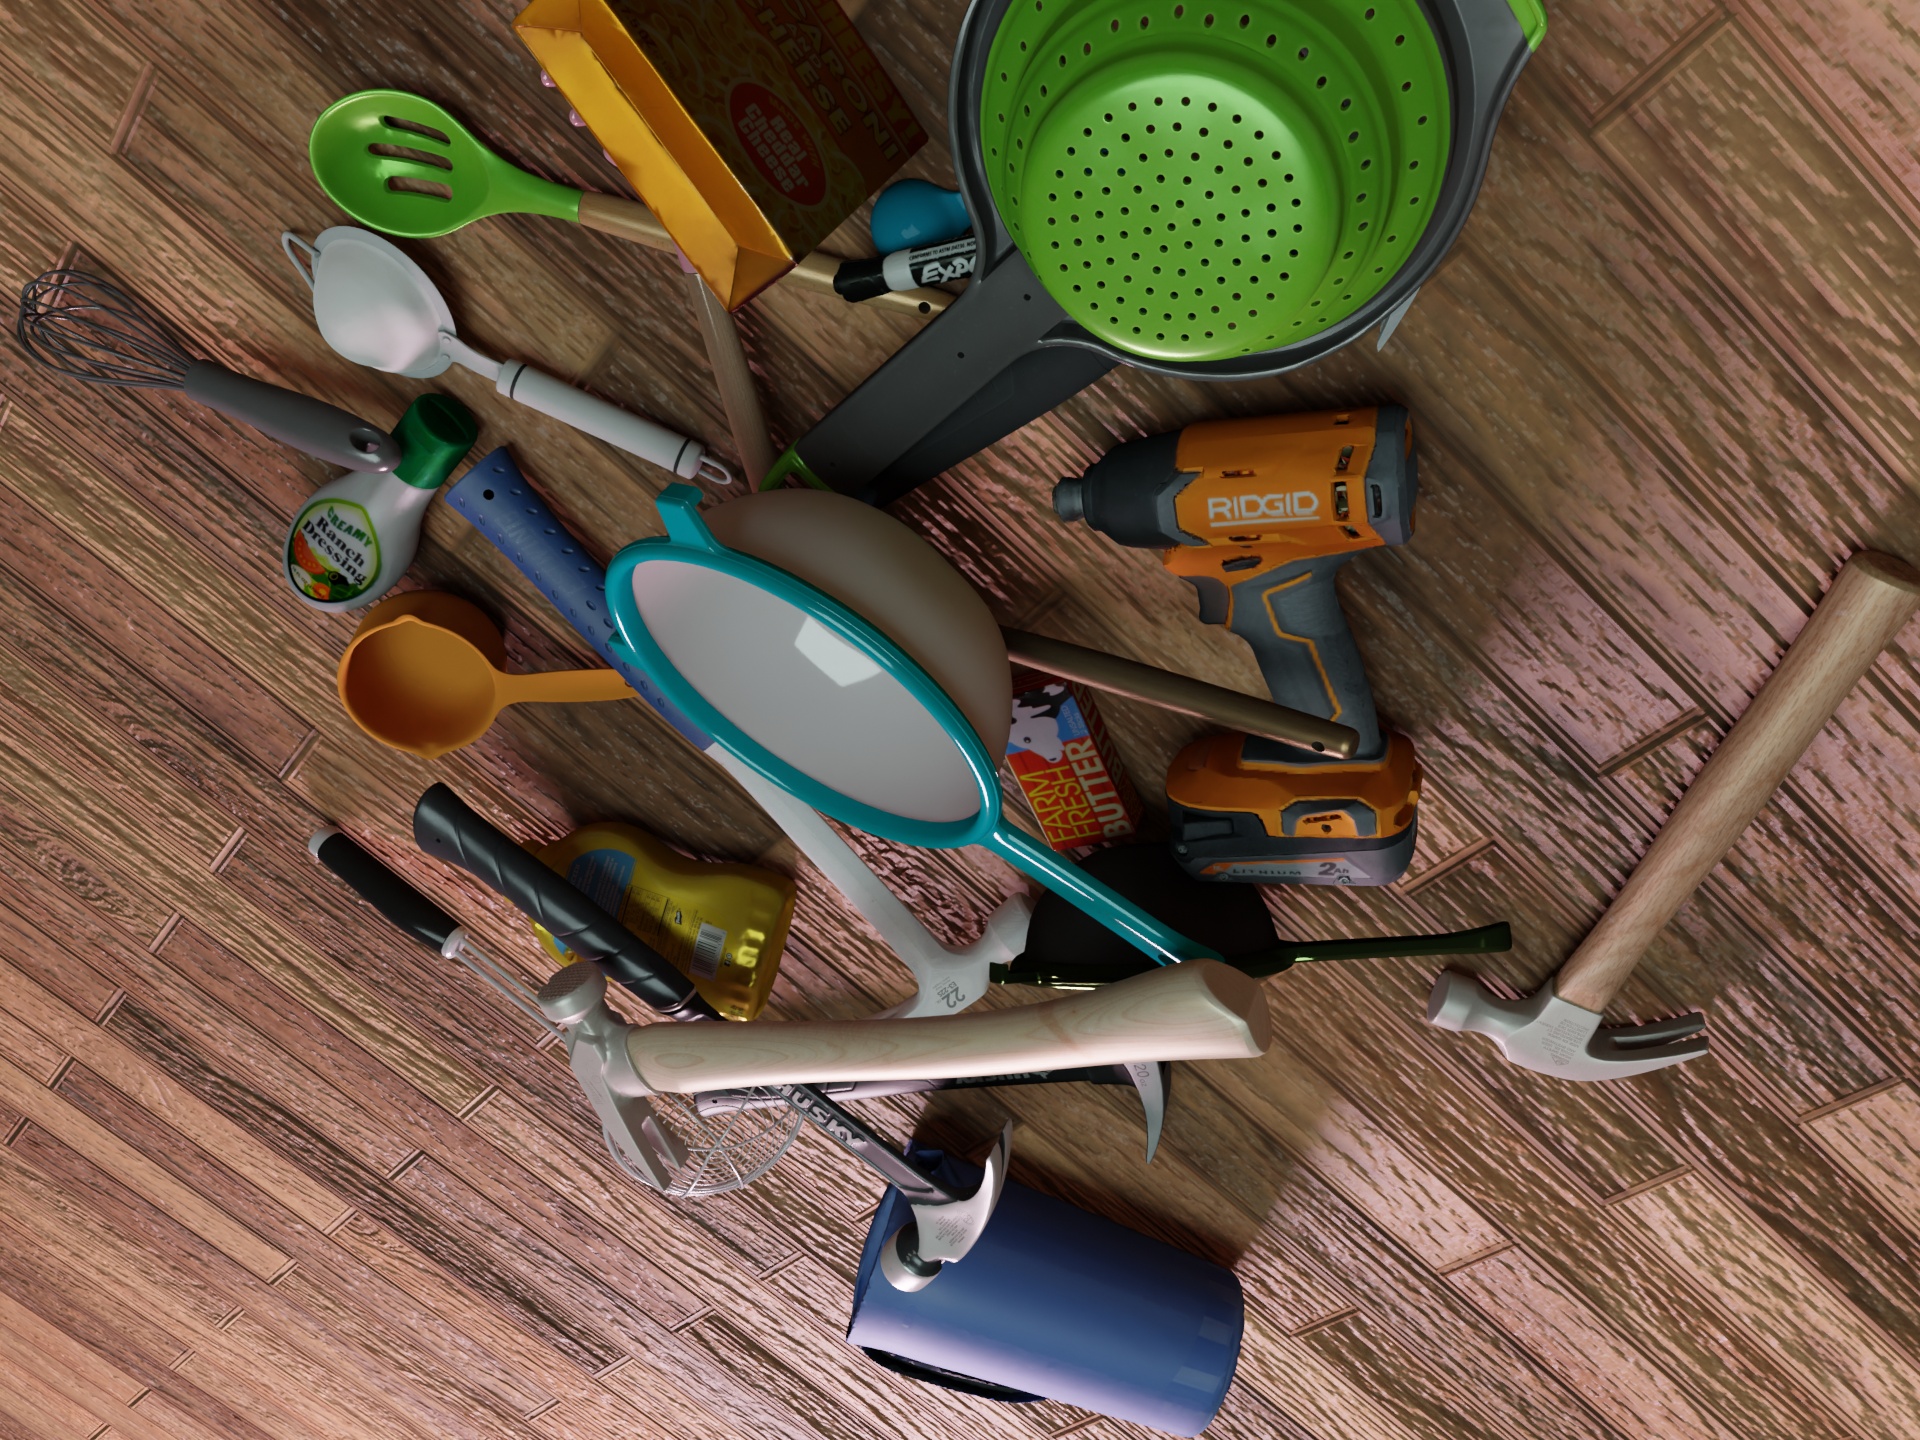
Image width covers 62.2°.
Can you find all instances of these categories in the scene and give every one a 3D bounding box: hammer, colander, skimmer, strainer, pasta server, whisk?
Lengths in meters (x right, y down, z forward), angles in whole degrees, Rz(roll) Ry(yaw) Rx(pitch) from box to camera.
[{"bbox_3d":[-0.148,0.170,0.916,0.409,0.036,0.149,37,129,1],"label":"hammer"},{"bbox_3d":[0.360,0.061,0.778,0.130,0.031,0.331,21,127,3],"label":"hammer"},{"bbox_3d":[-0.026,0.227,1.014,0.335,0.035,0.146,-11,119,24],"label":"hammer"},{"bbox_3d":[-0.036,0.177,0.822,0.411,0.038,0.146,-11,115,30],"label":"hammer"},{"bbox_3d":[0.032,-0.164,0.626,0.204,0.095,0.397,42,132,-18],"label":"colander"},{"bbox_3d":[-0.266,0.175,1.029,0.363,0.090,0.127,34,101,14],"label":"skimmer"},{"bbox_3d":[-0.131,0.020,0.884,0.144,0.035,0.405,-40,103,9],"label":"hammer"},{"bbox_3d":[0.148,0.094,0.822,0.256,0.151,0.069,-6,87,21],"label":"strainer"},{"bbox_3d":[-0.234,-0.176,0.802,0.258,0.050,0.086,24,143,-3],"label":"strainer"},{"bbox_3d":[-0.117,-0.181,0.735,0.060,0.040,0.316,7,132,26],"label":"pasta server"},{"bbox_3d":[-0.393,-0.179,0.829,0.239,0.055,0.055,23,127,10],"label":"whisk"},{"bbox_3d":[-0.001,-0.002,0.749,0.340,0.095,0.211,35,156,-6],"label":"strainer"},{"bbox_3d":[0.060,-0.172,0.714,0.331,0.033,0.128,-25,112,30],"label":"hammer"}]

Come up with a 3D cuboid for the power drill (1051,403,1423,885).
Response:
[{"bbox_3d":[0.136,-0.035,0.756,0.164,0.084,0.226,-1,119,21],"label":"power drill"}]

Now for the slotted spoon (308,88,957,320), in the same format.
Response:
[{"bbox_3d":[-0.152,-0.232,0.745,0.314,0.031,0.070,16,127,4],"label":"slotted spoon"}]

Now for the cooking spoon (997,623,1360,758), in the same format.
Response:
[{"bbox_3d":[0.040,-0.032,0.762,0.319,0.017,0.068,19,133,32],"label":"cooking spoon"}]

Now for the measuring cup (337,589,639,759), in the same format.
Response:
[{"bbox_3d":[-0.261,-0.032,0.908,0.173,0.052,0.095,-1,123,-7],"label":"measuring cup"}]

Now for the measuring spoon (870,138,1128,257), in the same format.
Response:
[{"bbox_3d":[0.016,-0.227,0.695,0.128,0.021,0.042,-11,119,26],"label":"measuring spoon"}]
